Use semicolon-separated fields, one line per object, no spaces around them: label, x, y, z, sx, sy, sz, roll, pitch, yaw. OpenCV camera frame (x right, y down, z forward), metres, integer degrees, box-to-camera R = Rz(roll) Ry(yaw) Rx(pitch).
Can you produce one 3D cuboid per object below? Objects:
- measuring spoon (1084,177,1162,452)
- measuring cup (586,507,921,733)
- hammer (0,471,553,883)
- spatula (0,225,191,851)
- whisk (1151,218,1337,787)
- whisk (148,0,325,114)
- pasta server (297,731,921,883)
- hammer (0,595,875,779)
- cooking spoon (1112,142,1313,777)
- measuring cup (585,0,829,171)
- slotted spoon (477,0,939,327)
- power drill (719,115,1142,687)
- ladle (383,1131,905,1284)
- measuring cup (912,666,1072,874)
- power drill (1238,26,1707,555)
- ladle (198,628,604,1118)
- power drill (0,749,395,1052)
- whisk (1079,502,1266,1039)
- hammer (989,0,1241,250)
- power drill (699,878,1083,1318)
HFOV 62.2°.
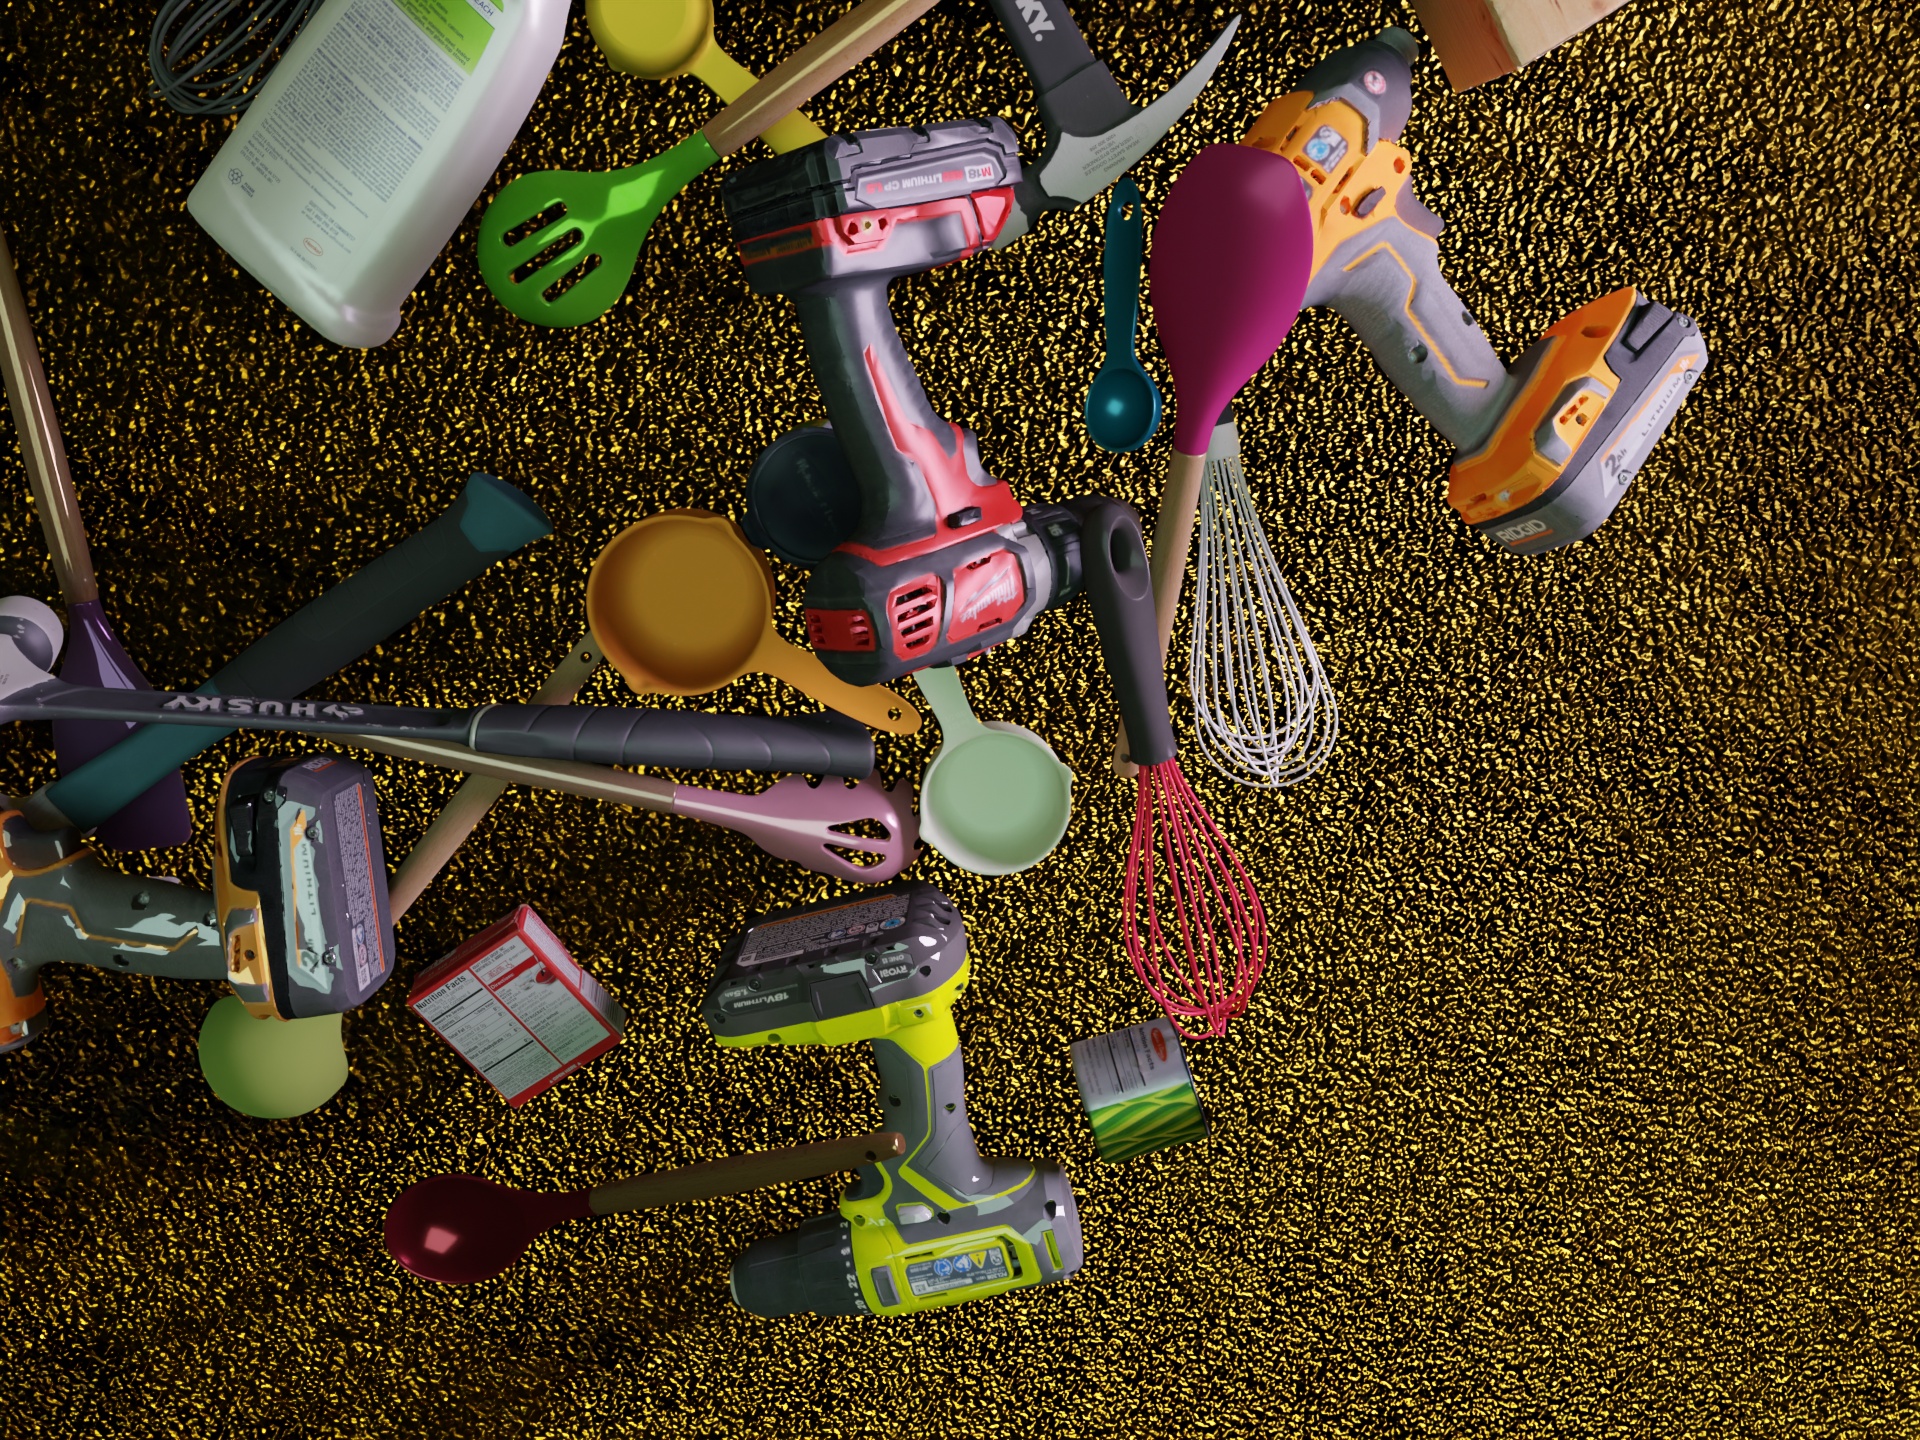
measuring spoon;0.083;-0.193;0.764;0.042;0.021;0.128;7;99;41
measuring cup;-0.097;-0.041;0.784;0.173;0.052;0.095;27;103;-10
hammer;-0.348;-0.020;0.784;0.331;0.033;0.128;-33;109;4
spatula;-0.440;-0.084;0.782;0.060;0.018;0.315;-6;106;-2
whisk;0.131;-0.104;0.772;0.070;0.070;0.284;-12;100;2
whisk;-0.270;-0.355;0.701;0.239;0.055;0.055;-42;102;5
pasta server;-0.169;0.031;0.795;0.316;0.040;0.060;13;103;-8
hammer;-0.239;0.003;0.734;0.408;0.149;0.036;4;116;-19
cooking spoon;0.101;-0.102;0.732;0.069;0.017;0.318;17;127;14
measuring cup;-0.104;-0.291;0.727;0.156;0.029;0.062;39;101;-9
slotted spoon;-0.092;-0.276;0.712;0.314;0.031;0.070;-31;110;14
power drill;-0.002;-0.143;0.711;0.188;0.080;0.226;-23;108;-38
ladle;-0.169;0.245;0.828;0.315;0.031;0.069;-16;108;22
measuring cup;-0.001;-0.003;0.803;0.083;0.038;0.167;-24;102;5
power drill;0.221;-0.201;0.727;0.226;0.084;0.164;36;80;-6
ladle;-0.282;0.078;0.822;0.078;0.062;0.320;38;94;-15
power drill;-0.397;0.060;0.745;0.226;0.084;0.185;-4;99;0
whisk;0.098;0.033;0.779;0.073;0.073;0.295;-14;114;2
hammer;-0.006;-0.393;0.701;0.146;0.035;0.334;-30;103;7
power drill;-0.053;0.213;0.839;0.190;0.080;0.228;-14;107;7
